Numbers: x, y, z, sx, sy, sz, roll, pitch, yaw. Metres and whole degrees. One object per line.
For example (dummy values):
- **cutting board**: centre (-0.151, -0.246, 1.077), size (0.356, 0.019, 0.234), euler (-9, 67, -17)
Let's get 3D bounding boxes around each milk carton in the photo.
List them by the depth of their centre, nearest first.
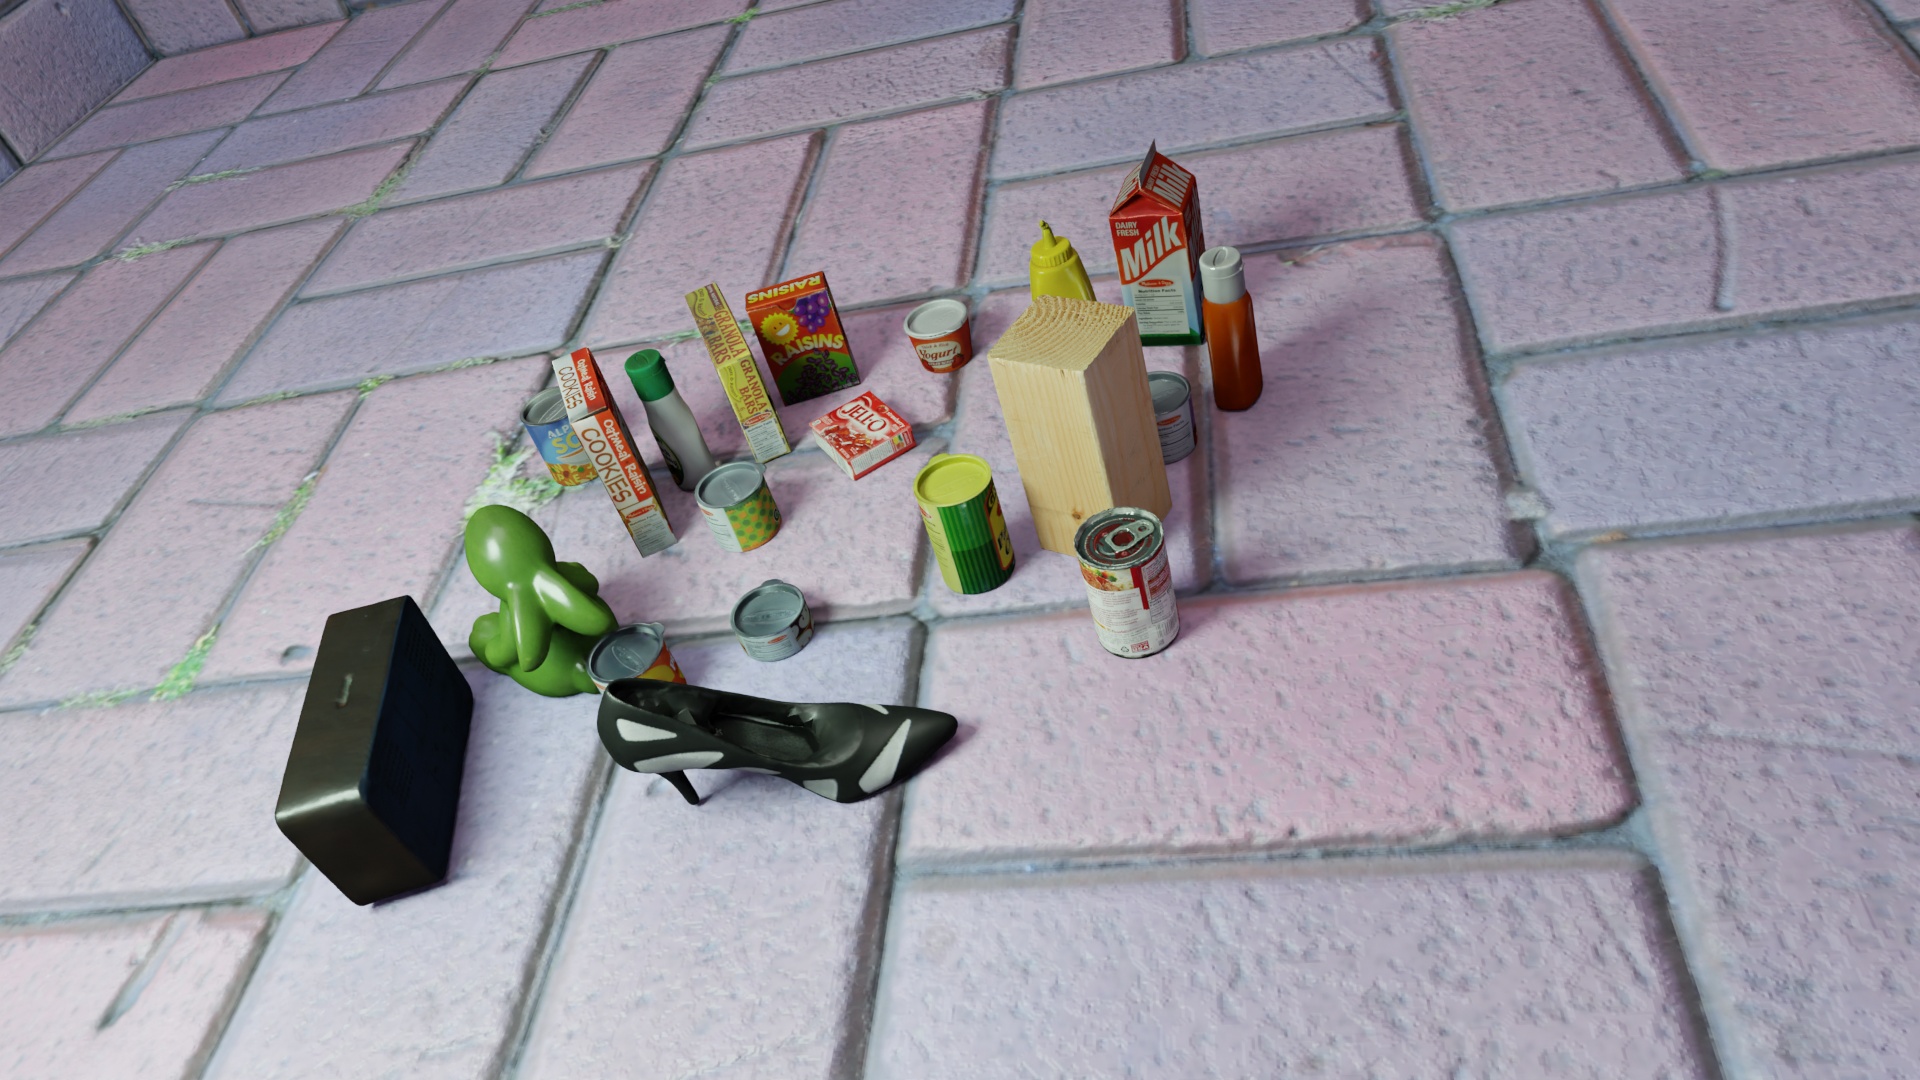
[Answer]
- **milk carton**: centre (0.193, -0.285, 1.341), size (0.073, 0.189, 0.073), euler (2, 44, 22)

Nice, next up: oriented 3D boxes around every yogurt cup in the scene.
- **yogurt cup**: centre (-0.020, -0.210, 1.437), size (0.072, 0.053, 0.073), euler (-10, 41, 9)

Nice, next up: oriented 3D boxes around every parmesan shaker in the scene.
- **parmesan shaker**: centre (0.004, -0.015, 1.168), size (0.071, 0.102, 0.072), euler (-10, 41, 9)

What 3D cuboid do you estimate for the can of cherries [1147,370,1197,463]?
- **can of cherries**: centre (0.177, -0.112, 1.251), size (0.071, 0.058, 0.072), euler (-10, 41, 9)

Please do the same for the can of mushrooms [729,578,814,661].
- **can of mushrooms**: centre (-0.160, 0.068, 1.186), size (0.071, 0.033, 0.071), euler (-10, 41, 9)

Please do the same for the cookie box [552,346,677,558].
- **cookie box**: centre (-0.327, -0.084, 1.315), size (0.040, 0.166, 0.123), euler (-25, 40, -8)

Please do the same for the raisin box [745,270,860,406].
- **raisin box**: centre (-0.162, -0.207, 1.430), size (0.086, 0.122, 0.040), euler (-16, 40, 2)

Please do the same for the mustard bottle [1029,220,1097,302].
- **mustard bottle**: centre (0.098, -0.245, 1.352), size (0.065, 0.159, 0.049), euler (-11, 40, 8)

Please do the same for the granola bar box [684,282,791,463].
- **granola bar box**: centre (-0.227, -0.171, 1.412), size (0.039, 0.123, 0.166), euler (-24, 40, -7)

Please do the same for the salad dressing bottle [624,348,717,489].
- **salad dressing bottle**: centre (-0.283, -0.118, 1.353), size (0.044, 0.147, 0.064), euler (-31, 42, -16)

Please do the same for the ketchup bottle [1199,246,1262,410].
- **ketchup bottle**: centre (0.243, -0.192, 1.249), size (0.043, 0.148, 0.065), euler (4, 45, 24)

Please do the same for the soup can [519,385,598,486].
- **soup can**: centre (-0.404, -0.107, 1.434), size (0.071, 0.083, 0.072), euler (-10, 41, 9)

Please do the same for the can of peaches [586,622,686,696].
- **can of peaches**: centre (-0.267, 0.111, 1.156), size (0.071, 0.057, 0.071), euler (-10, 41, 9)

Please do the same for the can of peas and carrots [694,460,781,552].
- **can of peas and carrots**: centre (-0.205, -0.033, 1.297), size (0.071, 0.058, 0.071), euler (-10, 41, 9)
